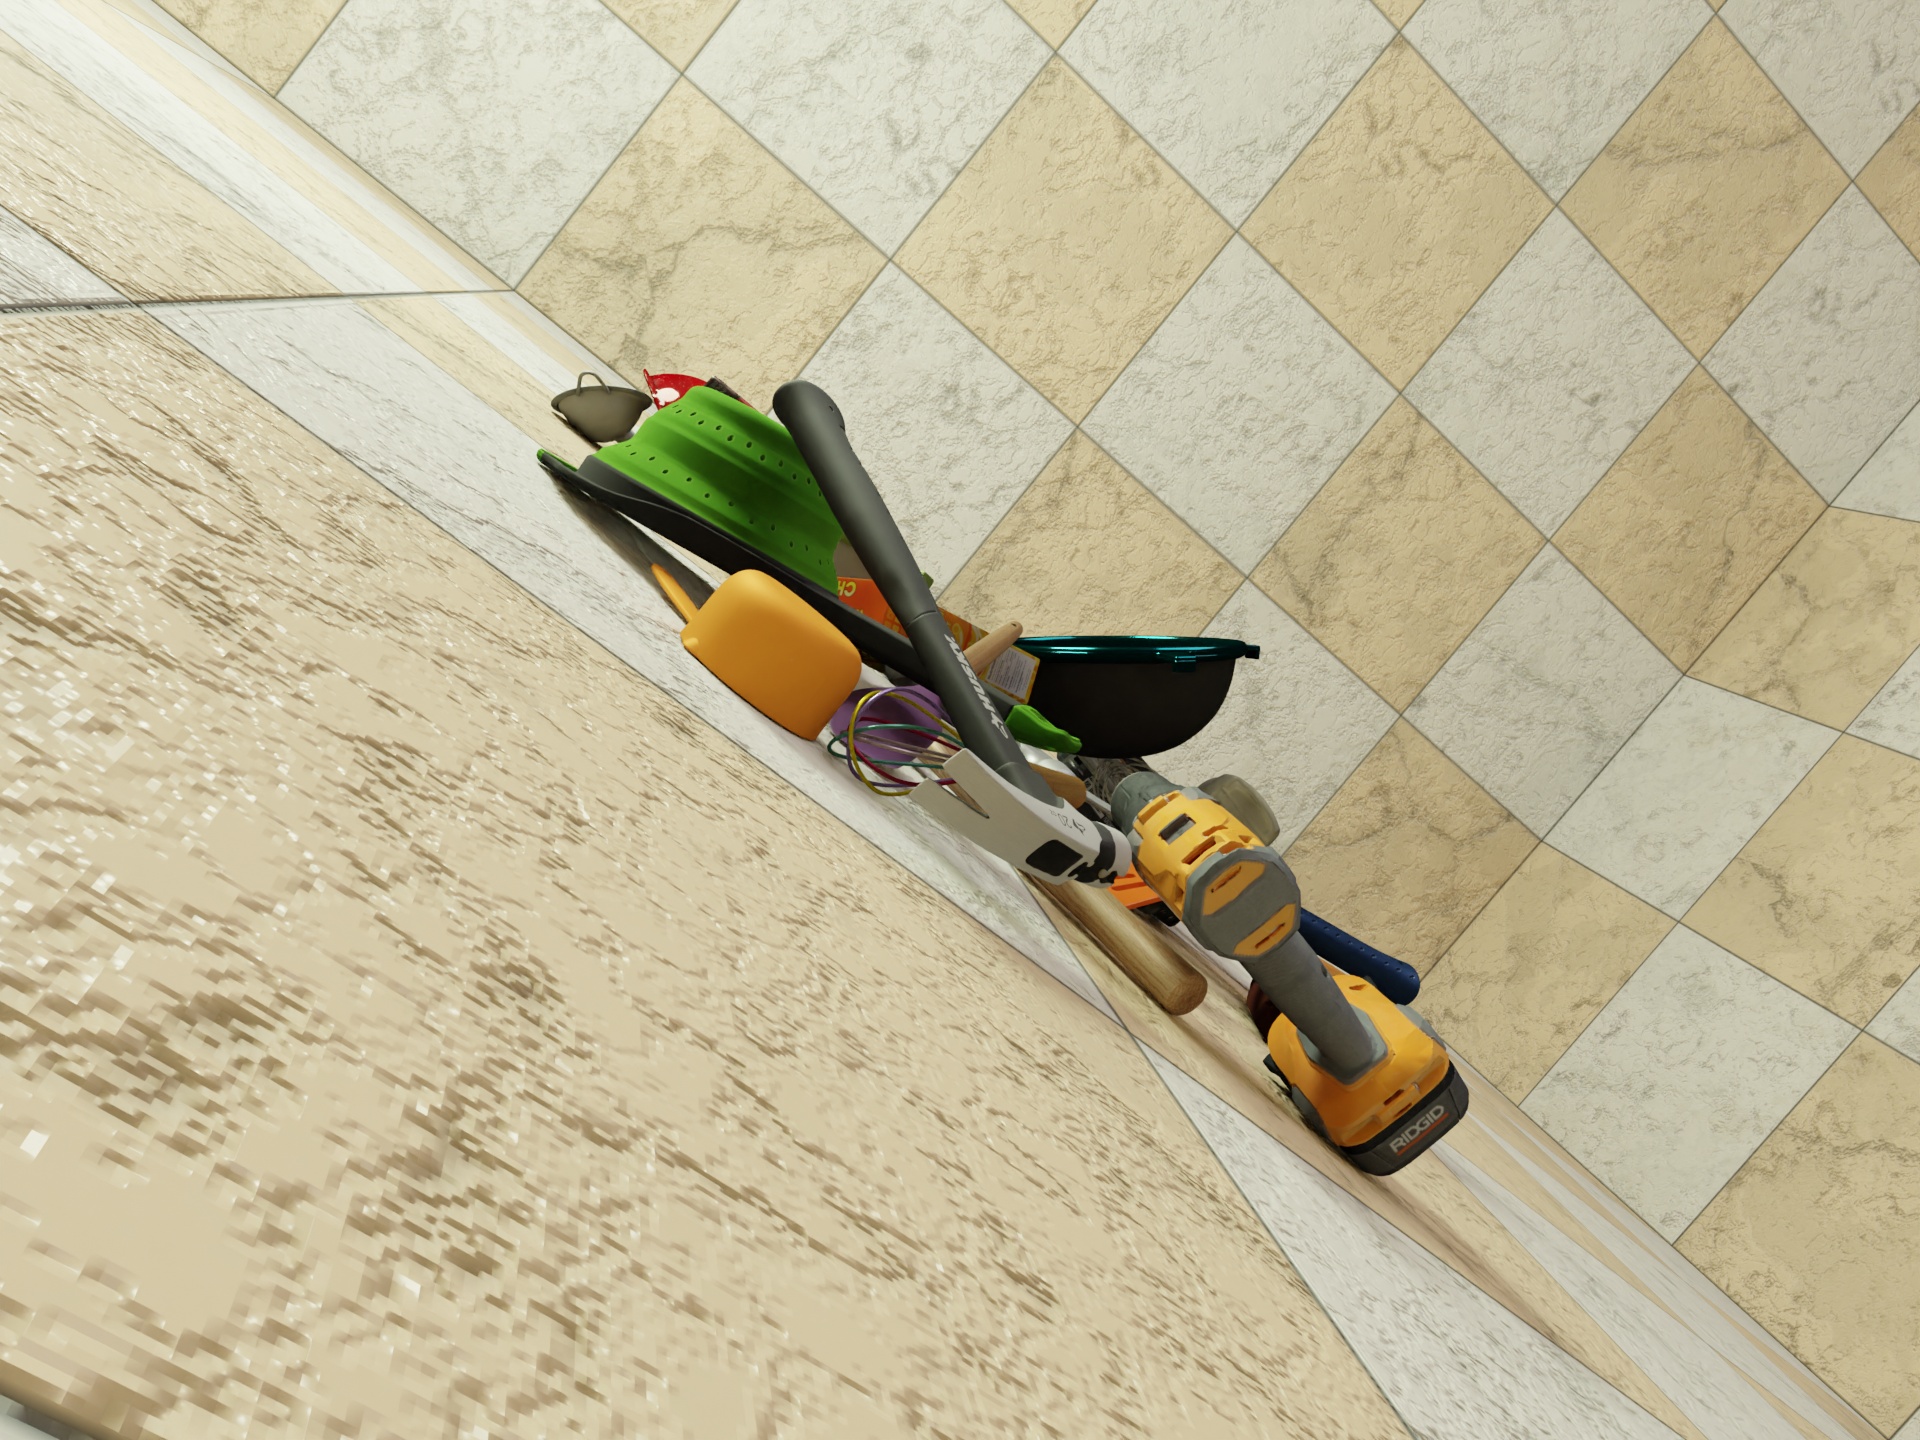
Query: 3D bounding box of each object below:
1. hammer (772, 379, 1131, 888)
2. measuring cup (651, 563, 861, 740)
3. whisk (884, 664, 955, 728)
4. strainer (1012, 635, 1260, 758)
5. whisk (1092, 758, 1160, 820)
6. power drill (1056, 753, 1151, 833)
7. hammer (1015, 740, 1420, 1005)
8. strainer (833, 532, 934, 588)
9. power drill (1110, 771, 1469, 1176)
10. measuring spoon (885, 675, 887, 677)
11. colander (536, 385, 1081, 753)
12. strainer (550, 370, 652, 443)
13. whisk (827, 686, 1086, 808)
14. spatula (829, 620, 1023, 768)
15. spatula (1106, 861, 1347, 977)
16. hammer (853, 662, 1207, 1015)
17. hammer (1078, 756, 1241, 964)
[{"bbox_3d":[-0.027,-0.061,0.829,0.146,0.035,0.335,25,31,-54],"label":"hammer"},{"bbox_3d":[-0.114,-0.058,0.837,0.095,0.052,0.174,35,8,-46],"label":"measuring cup"},{"bbox_3d":[-0.001,-0.003,1.174,0.055,0.055,0.238,41,1,28],"label":"whisk"},{"bbox_3d":[0.066,-0.020,1.308,0.340,0.095,0.211,1,6,26],"label":"strainer"},{"bbox_3d":[0.194,0.123,1.258,0.246,0.059,0.057,49,-25,13],"label":"whisk"},{"bbox_3d":[0.146,0.070,1.514,0.171,0.080,0.223,52,2,0],"label":"power drill"},{"bbox_3d":[0.188,0.111,1.172,0.405,0.035,0.144,31,8,-25],"label":"hammer"},{"bbox_3d":[-0.116,-0.098,1.312,0.151,0.069,0.256,26,-13,-4],"label":"strainer"},{"bbox_3d":[0.171,0.128,0.898,0.226,0.084,0.185,51,0,-20],"label":"power drill"},{"bbox_3d":[-0.104,-0.076,1.458,0.124,0.018,0.034,48,7,22],"label":"measuring spoon"},{"bbox_3d":[-0.076,-0.106,0.956,0.397,0.094,0.204,30,1,25],"label":"colander"},{"bbox_3d":[-0.313,-0.266,1.445,0.087,0.050,0.258,-4,1,-2],"label":"strainer"},{"bbox_3d":[0.006,0.028,0.879,0.244,0.051,0.047,18,43,-57],"label":"whisk"},{"bbox_3d":[-0.010,-0.027,1.018,0.060,0.018,0.316,31,22,9],"label":"spatula"},{"bbox_3d":[0.177,0.145,1.090,0.322,0.041,0.081,29,2,-40],"label":"spatula"},{"bbox_3d":[0.030,0.063,0.970,0.332,0.031,0.130,43,6,37],"label":"hammer"},{"bbox_3d":[0.174,0.116,1.343,0.359,0.149,0.036,52,-20,15],"label":"hammer"}]
